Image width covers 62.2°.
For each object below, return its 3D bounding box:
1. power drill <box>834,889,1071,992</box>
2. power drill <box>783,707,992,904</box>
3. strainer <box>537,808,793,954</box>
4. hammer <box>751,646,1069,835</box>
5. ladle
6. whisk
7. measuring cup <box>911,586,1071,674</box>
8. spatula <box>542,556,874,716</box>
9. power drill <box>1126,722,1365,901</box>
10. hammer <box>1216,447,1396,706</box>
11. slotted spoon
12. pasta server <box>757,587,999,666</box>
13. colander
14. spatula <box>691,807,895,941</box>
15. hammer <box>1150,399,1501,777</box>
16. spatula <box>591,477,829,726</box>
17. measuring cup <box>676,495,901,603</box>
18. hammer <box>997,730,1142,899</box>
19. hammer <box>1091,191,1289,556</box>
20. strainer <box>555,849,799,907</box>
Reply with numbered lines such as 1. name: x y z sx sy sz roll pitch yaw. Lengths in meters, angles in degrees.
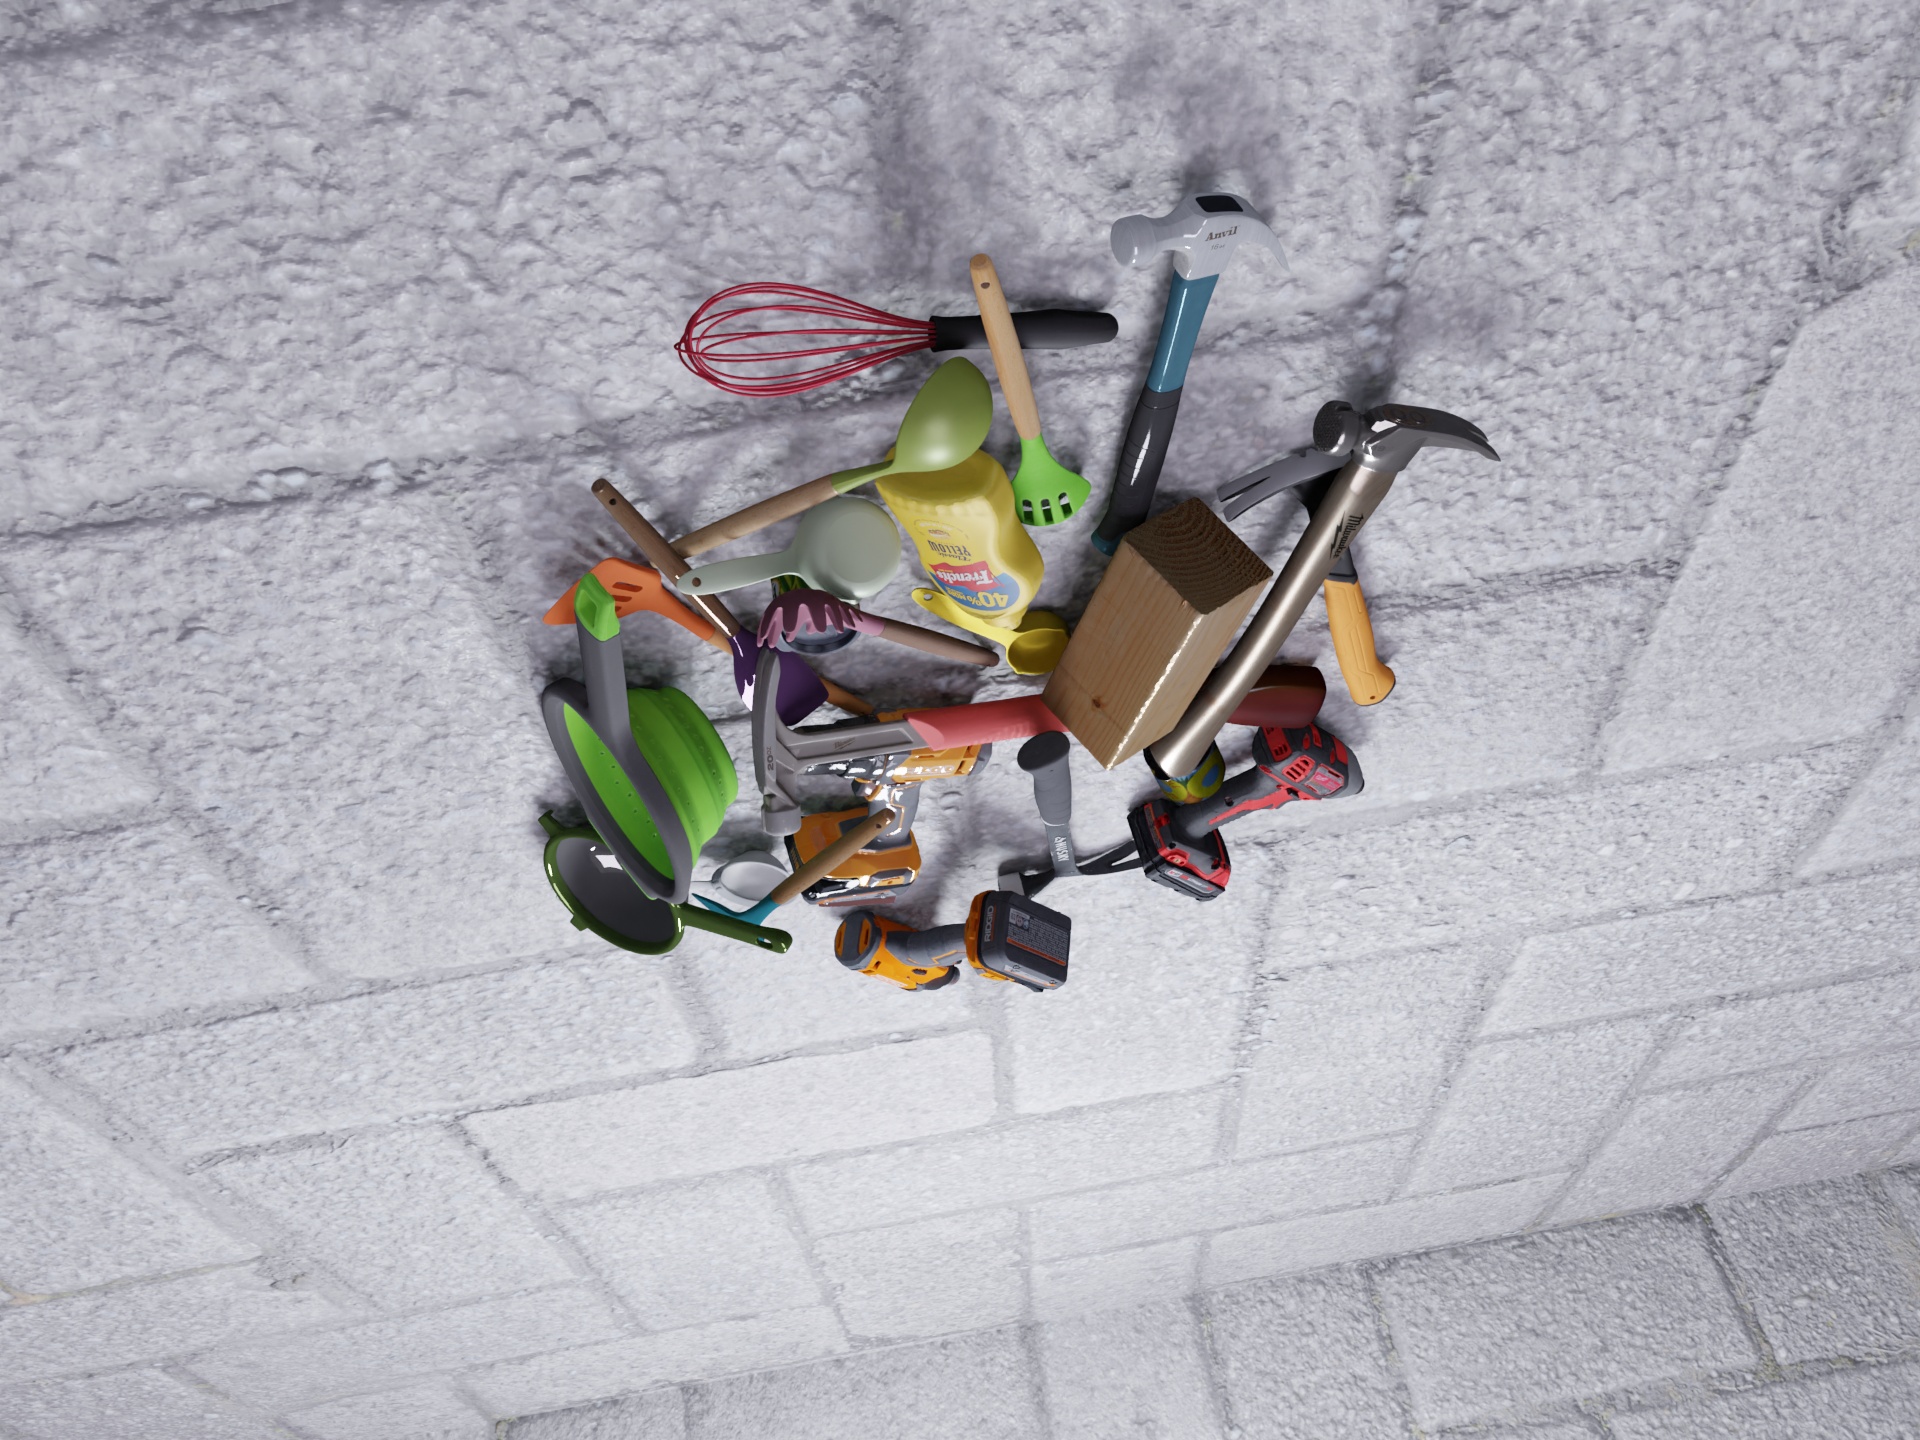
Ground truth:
1. power drill: 0.003 0.238 1.642 0.226 0.084 0.164 -13 151 39
2. power drill: -0.091 0.072 1.410 0.185 0.084 0.226 -3 142 -28
3. strainer: -0.254 0.151 1.438 0.256 0.069 0.151 14 133 21
4. hammer: -0.002 -0.004 1.322 0.359 0.037 0.149 -9 109 -28
5. ladle: -0.109 -0.166 1.091 0.320 0.078 0.062 -16 103 36
6. whisk: -0.037 -0.249 1.026 0.295 0.073 0.073 -6 144 -15
7. measuring cup: 0.025 -0.084 1.297 0.156 0.029 0.062 23 132 -29
8. spatula: -0.181 -0.054 1.264 0.081 0.041 0.322 -38 138 25
9. power drill: 0.284 0.083 1.551 0.143 0.079 0.219 25 128 -40
10. hammer: 0.311 -0.107 1.330 0.127 0.034 0.336 -20 143 11
11. slotted spoon: 0.040 -0.208 1.069 0.070 0.031 0.313 -11 156 7
12. pasta server: -0.049 -0.060 1.210 0.060 0.040 0.316 -10 169 28
13. colander: -0.236 -0.002 1.224 0.094 0.205 0.396 -33 158 -24
14. spatula: -0.145 0.137 1.402 0.082 0.044 0.317 40 135 -13
15. hammer: 0.266 -0.088 1.279 0.146 0.038 0.410 3 140 -22
16. spatula: -0.187 -0.080 1.198 0.060 0.018 0.315 -38 142 -1
17. measuring cup: -0.120 -0.114 1.140 0.167 0.083 0.038 -15 -171 -23
18. hammer: 0.094 0.094 1.470 0.149 0.036 0.408 -15 158 0
19. hammer: 0.138 -0.225 1.104 0.128 0.033 0.330 -19 151 -18
20. strainer: -0.263 0.157 1.533 0.258 0.050 0.086 -6 142 2
